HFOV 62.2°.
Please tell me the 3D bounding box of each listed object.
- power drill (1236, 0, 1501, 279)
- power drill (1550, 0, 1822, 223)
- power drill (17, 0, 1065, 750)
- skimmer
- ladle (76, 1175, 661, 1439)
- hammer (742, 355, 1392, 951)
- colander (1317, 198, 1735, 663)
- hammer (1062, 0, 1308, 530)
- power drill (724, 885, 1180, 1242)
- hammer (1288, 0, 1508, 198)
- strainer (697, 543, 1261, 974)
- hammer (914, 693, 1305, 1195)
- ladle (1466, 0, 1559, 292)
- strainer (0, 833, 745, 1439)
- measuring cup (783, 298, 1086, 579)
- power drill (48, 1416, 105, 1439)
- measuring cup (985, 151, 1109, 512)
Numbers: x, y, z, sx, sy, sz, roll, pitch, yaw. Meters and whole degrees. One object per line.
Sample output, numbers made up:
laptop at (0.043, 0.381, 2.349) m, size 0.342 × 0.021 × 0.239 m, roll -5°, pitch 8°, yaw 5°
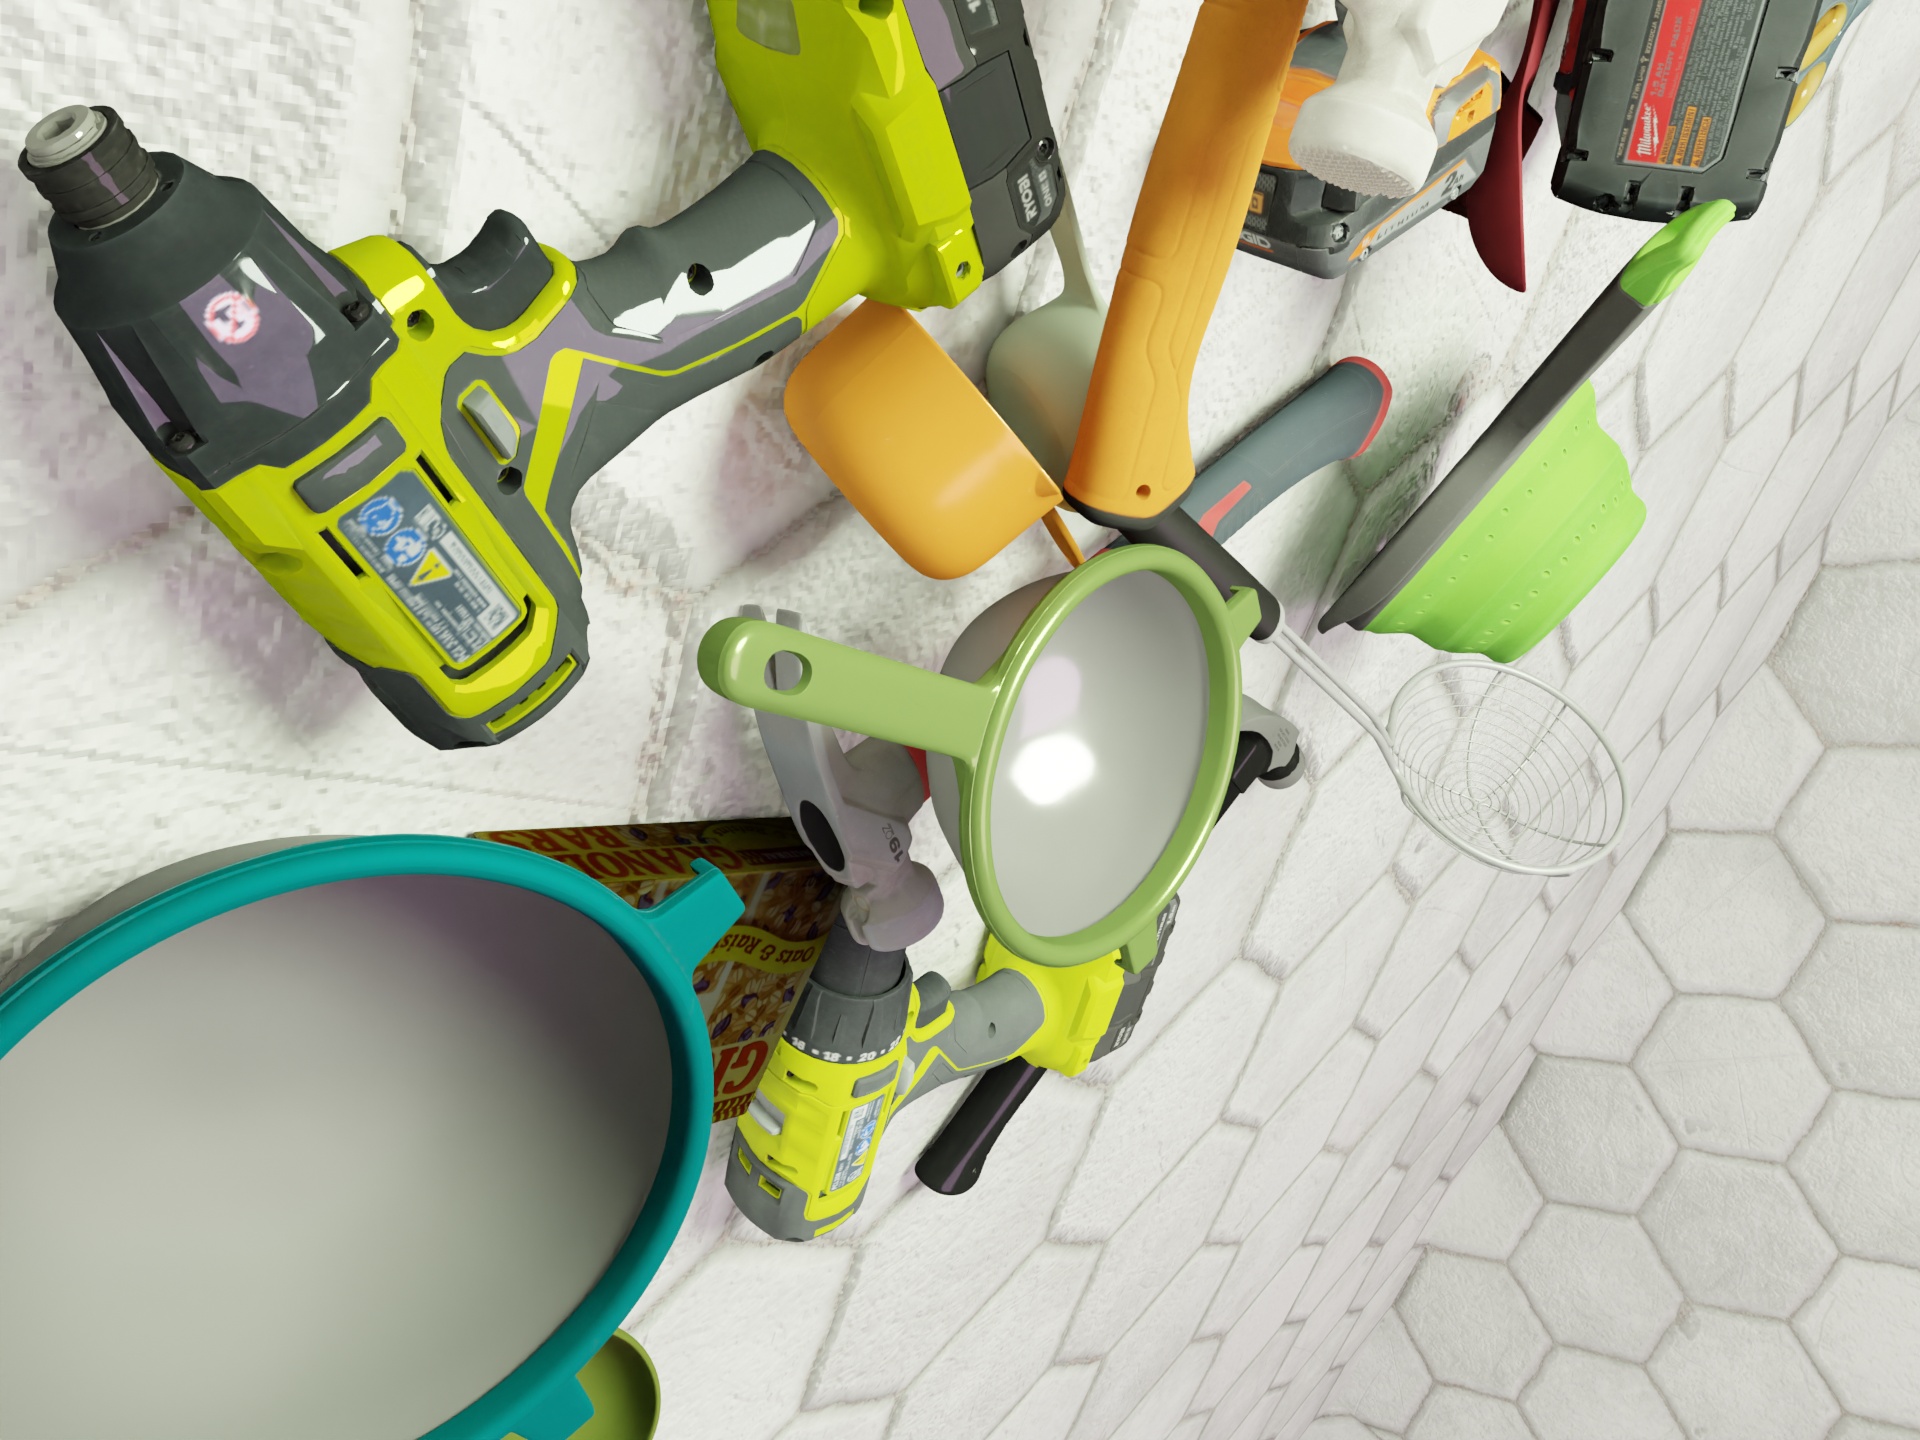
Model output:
power drill at (0.124, -0.272, 0.530) m, size 0.164 × 0.084 × 0.226 m, roll -37°, pitch 141°, yaw -28°
power drill at (0.301, -0.287, 0.695) m, size 0.220 × 0.078 × 0.143 m, roll -61°, pitch 159°, yaw -60°
power drill at (-0.087, -0.116, 0.382) m, size 0.223 × 0.080 × 0.171 m, roll -44°, pitch 144°, yaw -15°
skimmer at (0.192, -0.030, 0.712) m, size 0.090 × 0.127 × 0.362 m, roll -26°, pitch 140°, yaw 30°
ladle at (-0.200, 0.227, 0.579) m, size 0.078 × 0.062 × 0.319 m, roll -49°, pitch 147°, yaw -16°
hammer at (0.069, -0.075, 0.669) m, size 0.386 × 0.038 × 0.143 m, roll -40°, pitch 126°, yaw -33°
colander at (0.293, -0.115, 0.766) m, size 0.204 × 0.094 × 0.397 m, roll -47°, pitch 172°, yaw -10°
hammer at (0.081, -0.214, 0.454) m, size 0.127 × 0.034 × 0.336 m, roll -1°, pitch 119°, yaw -30°
power drill at (-0.001, 0.124, 0.743) m, size 0.228 × 0.080 × 0.190 m, roll -18°, pitch 134°, yaw -43°
hammer at (-0.007, -0.246, 0.299) m, size 0.410 × 0.038 × 0.146 m, roll 13°, pitch 101°, yaw -41°
strainer at (-0.001, -0.002, 0.529) m, size 0.256 × 0.069 × 0.151 m, roll 15°, pitch 92°, yaw -49°
hammer at (0.081, 0.127, 0.906) m, size 0.335 × 0.035 × 0.146 m, roll -54°, pitch 151°, yaw -2°
ladle at (0.239, -0.329, 0.618) m, size 0.069 × 0.031 × 0.315 m, roll -20°, pitch 121°, yaw -71°
strainer at (-0.231, 0.105, 0.394) m, size 0.340 × 0.095 × 0.211 m, roll 6°, pitch 108°, yaw -39°
measuring cup at (0.000, -0.073, 0.537) m, size 0.052 × 0.095 × 0.173 m, roll -40°, pitch 152°, yaw 4°
power drill at (-0.320, 0.292, 0.451) m, size 0.227 × 0.080 × 0.187 m, roll -39°, pitch 146°, yaw -21°
measuring cup at (0.026, -0.143, 0.541) m, size 0.038 × 0.083 × 0.167 m, roll -32°, pitch 128°, yaw -13°
